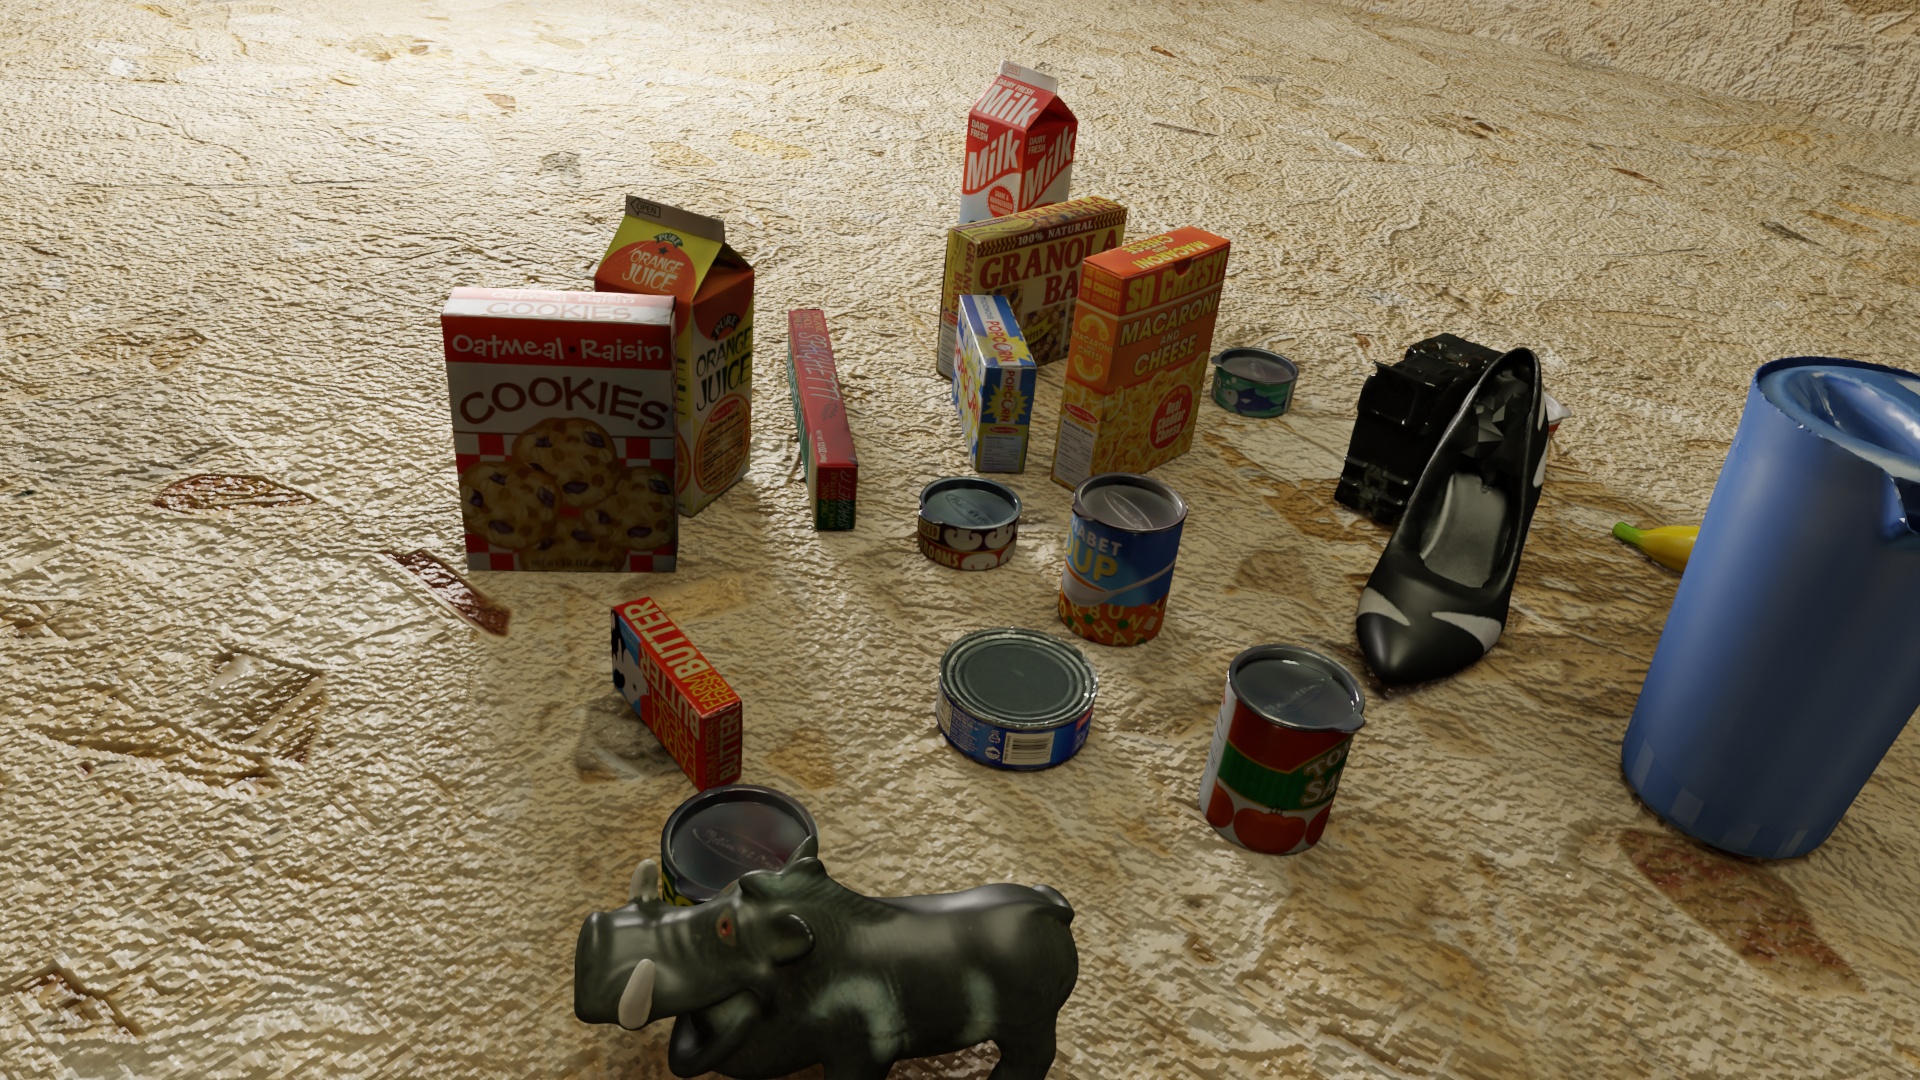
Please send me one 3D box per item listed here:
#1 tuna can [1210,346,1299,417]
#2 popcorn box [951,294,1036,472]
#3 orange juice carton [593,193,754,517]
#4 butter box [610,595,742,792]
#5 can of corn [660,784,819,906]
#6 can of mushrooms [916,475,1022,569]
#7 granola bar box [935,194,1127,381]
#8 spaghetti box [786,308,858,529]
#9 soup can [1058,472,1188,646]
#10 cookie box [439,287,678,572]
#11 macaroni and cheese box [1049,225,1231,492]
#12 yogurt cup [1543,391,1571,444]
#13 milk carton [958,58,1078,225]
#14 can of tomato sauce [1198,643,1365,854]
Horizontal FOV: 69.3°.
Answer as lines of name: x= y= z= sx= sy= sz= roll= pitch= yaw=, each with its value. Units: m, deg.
tuna can: x=0.234 y=-0.128 z=1.119 sx=0.071 sy=0.032 sz=0.071 roll=5 pitch=32 yaw=-3
popcorn box: x=0.022 y=-0.117 z=1.015 sx=0.038 sy=0.084 sz=0.127 roll=0 pitch=33 yaw=-10
orange juice carton: x=-0.181 y=-0.120 z=0.884 sx=0.072 sy=0.191 sz=0.073 roll=18 pitch=34 yaw=18
butter box: x=-0.146 y=0.077 z=0.709 sx=0.024 sy=0.052 sz=0.104 roll=-18 pitch=40 yaw=-33
can of corn: x=-0.097 y=0.150 z=0.598 sx=0.071 sy=0.058 sz=0.071 roll=5 pitch=32 yaw=-3
can of mushrooms: x=0.003 y=-0.011 z=0.894 sx=0.071 sy=0.033 sz=0.071 roll=5 pitch=32 yaw=-3
granola bar box: x=0.057 y=-0.203 z=1.121 sx=0.166 sy=0.123 sz=0.039 roll=-22 pitch=42 yaw=-37
spaghetti box: x=-0.101 y=-0.094 z=0.989 sx=0.029 sy=0.050 sz=0.251 roll=-1 pitch=33 yaw=-12
soup can: x=0.093 y=0.011 z=0.828 sx=0.071 sy=0.083 sz=0.072 roll=5 pitch=32 yaw=-3
cookie box: x=-0.227 y=-0.061 z=0.806 sx=0.123 sy=0.166 sz=0.040 roll=1 pitch=32 yaw=-9
macaroni and cheese box: x=0.127 y=-0.125 z=0.971 sx=0.040 sy=0.165 sz=0.124 roll=31 pitch=39 yaw=33
yogurt cup: x=0.421 y=-0.084 z=1.065 sx=0.072 sy=0.053 sz=0.073 roll=5 pitch=32 yaw=-3
milk carton: x=0.052 y=-0.332 z=1.260 sx=0.074 sy=0.189 sz=0.072 roll=-24 pitch=43 yaw=-39
can of tomato sauce: x=0.160 y=0.105 z=0.693 sx=0.071 sy=0.082 sz=0.071 roll=5 pitch=32 yaw=-3
